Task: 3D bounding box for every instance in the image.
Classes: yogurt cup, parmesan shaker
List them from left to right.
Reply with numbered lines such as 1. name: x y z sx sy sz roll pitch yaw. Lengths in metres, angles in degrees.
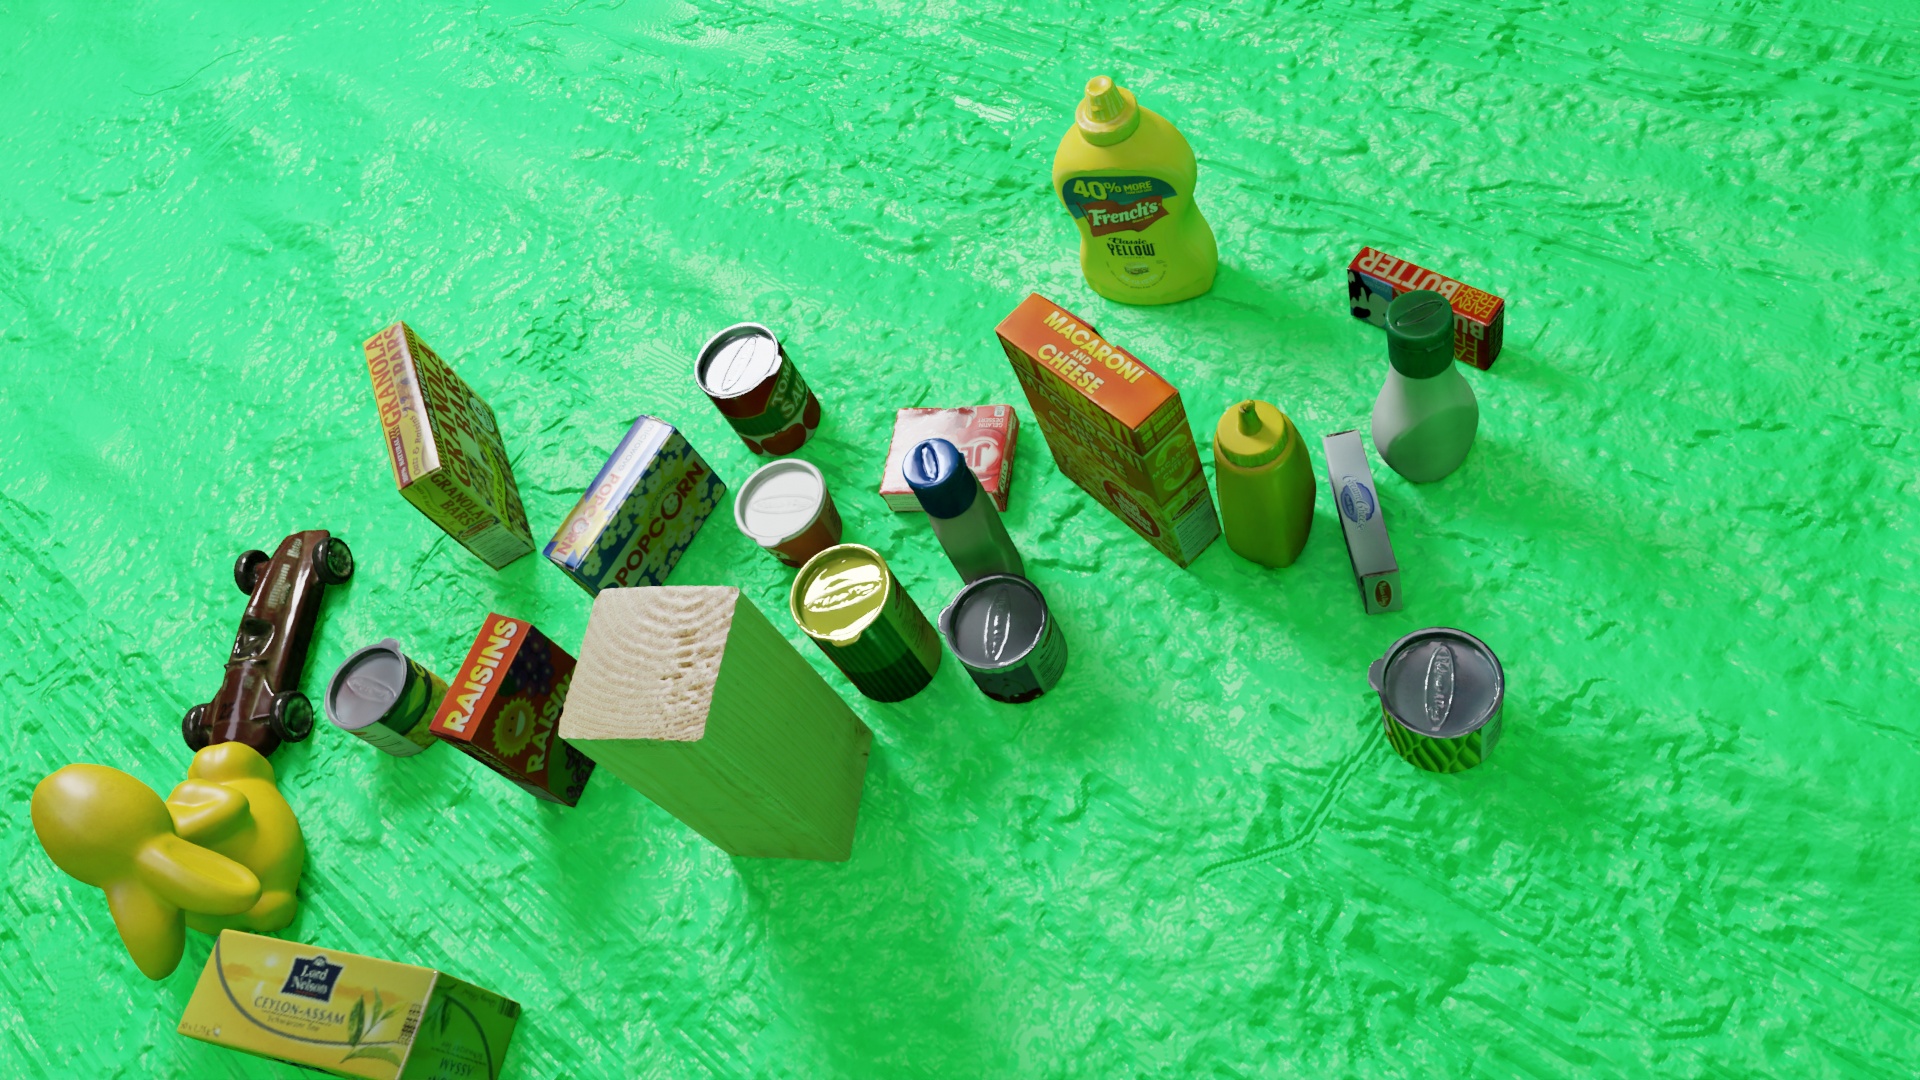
1. yogurt cup: -0.118 -0.016 0.979 0.072 0.053 0.073 -9 58 15
2. parmesan shaker: -0.058 0.057 0.885 0.071 0.102 0.071 -9 58 15

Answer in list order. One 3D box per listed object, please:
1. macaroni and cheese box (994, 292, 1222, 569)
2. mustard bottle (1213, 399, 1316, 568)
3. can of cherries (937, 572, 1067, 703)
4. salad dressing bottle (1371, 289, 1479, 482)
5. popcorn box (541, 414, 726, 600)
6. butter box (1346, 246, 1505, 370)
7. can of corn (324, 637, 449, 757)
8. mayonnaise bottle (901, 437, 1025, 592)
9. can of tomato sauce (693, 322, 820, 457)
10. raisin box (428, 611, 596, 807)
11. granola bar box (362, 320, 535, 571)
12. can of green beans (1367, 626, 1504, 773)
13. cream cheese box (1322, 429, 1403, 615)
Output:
1. macaroni and cheese box: 0.095 -0.067 0.867 0.040 0.166 0.124 -43 56 -8
2. mustard bottle: 0.179 -0.042 0.826 0.049 0.159 0.065 15 67 26
3. can of cherries: 0.027 0.062 0.879 0.071 0.058 0.072 -9 58 15
4. salad dressing bottle: 0.276 -0.090 0.828 0.064 0.147 0.044 -24 56 5
5. popcorn box: -0.232 -0.016 1.000 0.038 0.085 0.127 21 69 28
6. butter box: 0.305 -0.153 0.913 0.104 0.053 0.024 32 75 31
7. can of corn: -0.410 0.114 1.002 0.071 0.058 0.071 -9 58 15
8. mayonnaise bottle: 0.003 -0.011 0.877 0.041 0.147 0.065 -20 56 7
9. can of tomato sauce: -0.147 -0.110 1.028 0.071 0.082 0.071 -9 58 15
10. raisin box: -0.283 0.114 0.918 0.040 0.123 0.086 11 65 25
11. granola bar box: -0.394 -0.072 1.067 0.039 0.123 0.166 -30 55 1
12. can of green beans: 0.269 0.090 0.778 0.071 0.057 0.071 -9 58 15
13. cream cheese box: 0.245 -0.011 0.849 0.024 0.053 0.104 -13 57 12
